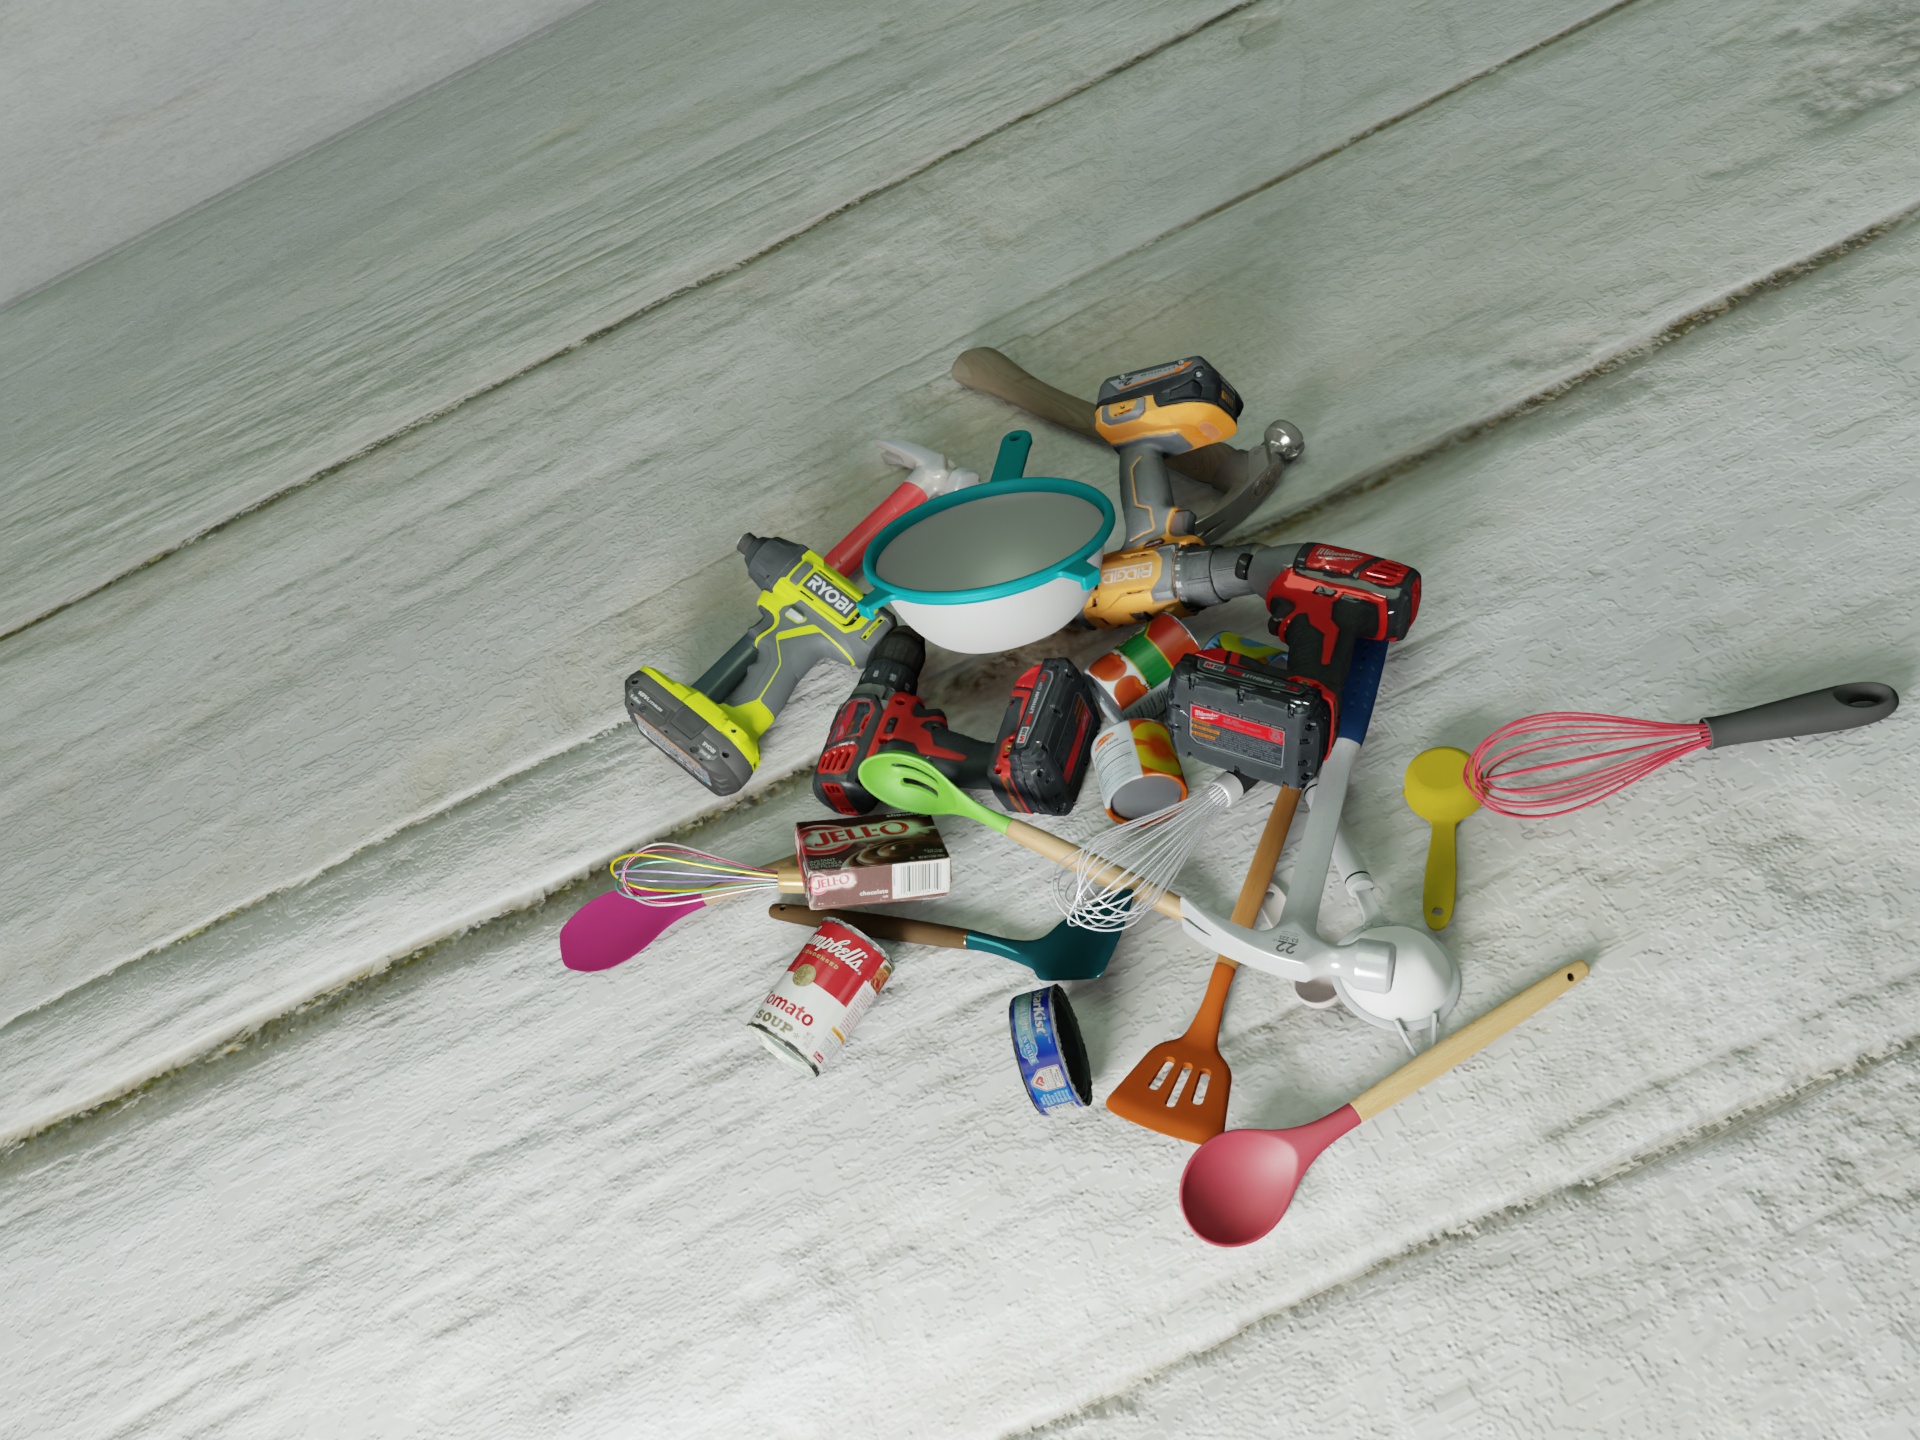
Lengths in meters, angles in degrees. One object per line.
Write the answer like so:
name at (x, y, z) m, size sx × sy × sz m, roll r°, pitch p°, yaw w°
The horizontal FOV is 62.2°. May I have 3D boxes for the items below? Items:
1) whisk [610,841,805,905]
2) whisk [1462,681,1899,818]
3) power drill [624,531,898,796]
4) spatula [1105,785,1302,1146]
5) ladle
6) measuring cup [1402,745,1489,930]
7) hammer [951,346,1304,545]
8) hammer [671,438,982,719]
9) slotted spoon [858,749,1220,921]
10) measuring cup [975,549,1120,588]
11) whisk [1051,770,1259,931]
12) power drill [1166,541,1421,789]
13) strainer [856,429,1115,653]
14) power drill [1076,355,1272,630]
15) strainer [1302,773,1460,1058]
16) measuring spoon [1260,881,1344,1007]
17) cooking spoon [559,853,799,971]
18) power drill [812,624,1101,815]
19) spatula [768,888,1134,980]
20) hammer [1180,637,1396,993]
whisk at (-0.168, 0.127, 1.291) m, size 0.245 × 0.047 × 0.051 m, roll 1°, pitch 22°, yaw 9°
whisk at (0.501, 0.013, 1.111) m, size 0.296 × 0.073 × 0.073 m, roll -12°, pitch 47°, yaw 6°
power drill at (-0.189, -0.058, 1.431) m, size 0.171 × 0.080 × 0.223 m, roll 37°, pitch 71°, yaw 13°
spatula at (0.196, 0.150, 1.125) m, size 0.081 × 0.041 × 0.323 m, roll 15°, pitch 61°, yaw 20°
ladle at (0.276, 0.239, 1.028) m, size 0.315 × 0.031 × 0.069 m, roll -30°, pitch 85°, yaw -7°
measuring cup at (0.342, 0.080, 1.132) m, size 0.062 × 0.029 × 0.157 m, roll -2°, pitch 45°, yaw 22°
hammer at (0.129, -0.284, 1.546) m, size 0.146 × 0.038 × 0.411 m, roll -45°, pitch 48°, yaw -15°
hammer at (-0.154, -0.130, 1.536) m, size 0.143 × 0.038 × 0.386 m, roll 29°, pitch 67°, yaw 40°
slotted spoon at (0.061, 0.093, 1.209) m, size 0.314 × 0.070 × 0.031 m, roll 24°, pitch 54°, yaw 21°
measuring cup at (0.069, -0.139, 1.433) m, size 0.173 × 0.052 × 0.095 m, roll -18°, pitch 46°, yaw 11°
whisk at (0.174, 0.067, 1.173) m, size 0.284 × 0.070 × 0.070 m, roll -34°, pitch 43°, yaw -31°
power drill at (0.242, -0.057, 1.181) m, size 0.143 × 0.078 × 0.220 m, roll 18°, pitch 46°, yaw 25°
strainer at (0.040, -0.150, 1.375) m, size 0.211 × 0.095 × 0.341 m, roll -7°, pitch 30°, yaw 13°
power drill at (0.191, -0.192, 1.359) m, size 0.185 × 0.084 × 0.226 m, roll -6°, pitch 68°, yaw 37°
strainer at (0.284, 0.121, 1.124) m, size 0.087 × 0.050 × 0.259 m, roll -9°, pitch 43°, yaw -4°
measuring spoon at (0.238, 0.159, 1.131) m, size 0.034 × 0.018 × 0.124 m, roll -21°, pitch 39°, yaw 1°
cooking spoon at (-0.190, 0.140, 1.332) m, size 0.319 × 0.017 × 0.069 m, roll -20°, pitch 58°, yaw 7°
power drill at (-0.002, -0.004, 1.337) m, size 0.227 × 0.080 × 0.188 m, roll 0°, pitch 51°, yaw 28°
spatula at (-0.018, 0.157, 1.223) m, size 0.317 × 0.044 × 0.082 m, roll 3°, pitch 46°, yaw 28°
hammer at (0.273, 0.024, 1.168) m, size 0.144 × 0.035 × 0.406 m, roll 8°, pitch 46°, yaw 19°
